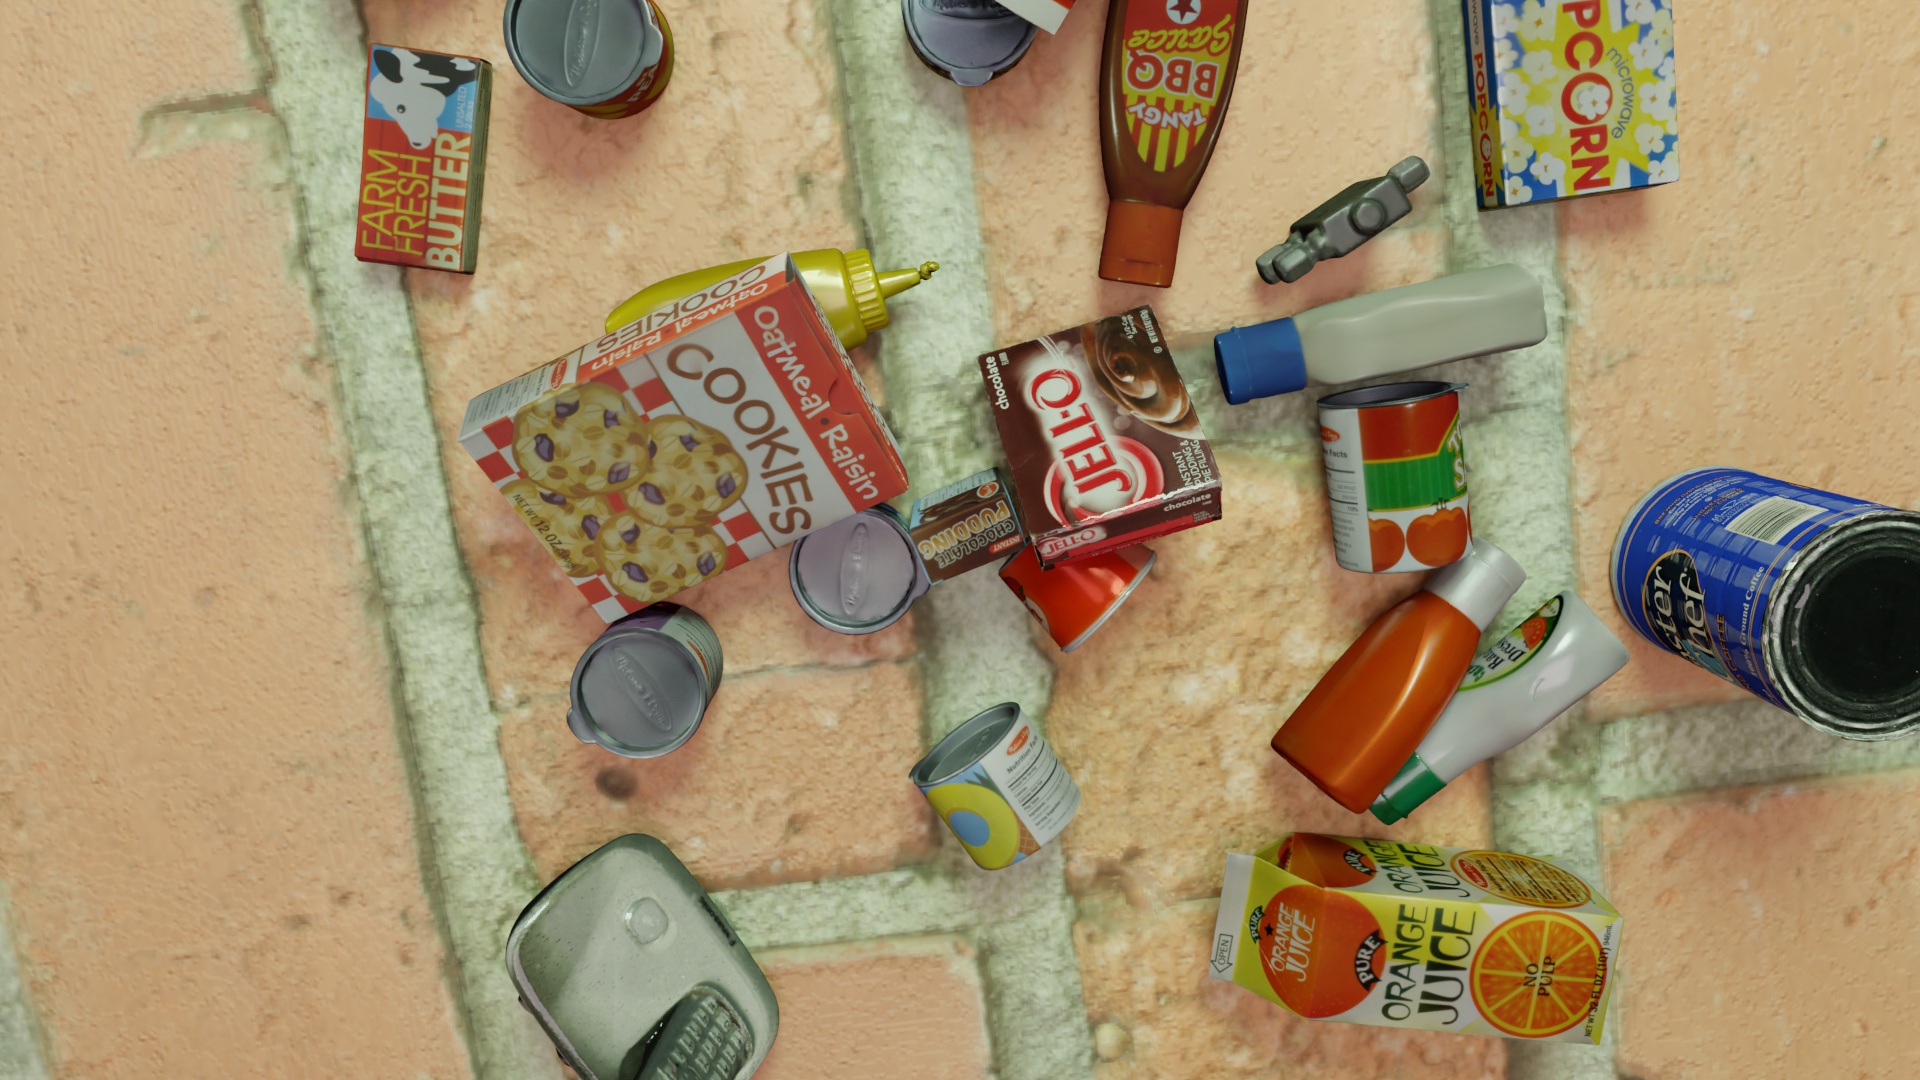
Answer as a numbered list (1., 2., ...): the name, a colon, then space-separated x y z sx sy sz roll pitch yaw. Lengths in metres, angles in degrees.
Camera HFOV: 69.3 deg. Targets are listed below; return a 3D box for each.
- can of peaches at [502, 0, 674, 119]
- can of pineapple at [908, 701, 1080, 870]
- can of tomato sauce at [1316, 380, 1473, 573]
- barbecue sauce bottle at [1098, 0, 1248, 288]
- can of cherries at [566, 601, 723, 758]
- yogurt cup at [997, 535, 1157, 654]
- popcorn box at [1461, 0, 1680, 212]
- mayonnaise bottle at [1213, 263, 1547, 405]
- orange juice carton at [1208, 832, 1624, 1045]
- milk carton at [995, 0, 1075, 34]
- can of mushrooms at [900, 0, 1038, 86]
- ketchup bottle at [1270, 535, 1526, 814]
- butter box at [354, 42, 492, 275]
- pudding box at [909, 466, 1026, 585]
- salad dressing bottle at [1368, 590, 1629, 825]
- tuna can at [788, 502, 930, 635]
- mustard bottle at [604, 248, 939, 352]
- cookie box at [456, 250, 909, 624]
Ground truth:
1. can of peaches: -0.168 -0.231 0.644 0.071 0.058 0.071 0 100 -1
2. can of pineapple: 0.018 0.125 0.707 0.071 0.071 0.058 -34 99 5
3. can of tomato sauce: 0.215 -0.032 0.681 0.071 0.071 0.083 -9 101 1
4. barbecue sauce bottle: 0.095 -0.197 0.661 0.065 0.044 0.148 8 100 -3
5. can of cherries: -0.158 0.069 0.698 0.071 0.058 0.071 0 101 -1
6. yogurt cup: 0.056 0.014 0.689 0.054 0.072 0.072 42 97 0
7. popcorn box: 0.289 -0.227 0.661 0.085 0.038 0.126 -8 100 0
8. mayonnaise bottle: 0.200 -0.099 0.673 0.148 0.065 0.041 -12 104 6
9. orange juice carton: 0.228 0.203 0.719 0.193 0.073 0.071 6 100 -1
10. milk carton: 0.056 -0.317 0.604 0.072 0.073 0.190 29 85 -6
11. can of mushrooms: 0.005 -0.249 0.656 0.071 0.033 0.071 0 100 -1
12. ketchup bottle: 0.224 0.064 0.702 0.043 0.065 0.149 40 89 -25
13. butter box: -0.258 -0.182 0.668 0.053 0.024 0.103 8 100 -3
14. pudding box: 0.002 -0.008 0.673 0.049 0.084 0.030 -22 101 3
15. salad dressing bottle: 0.265 0.088 0.708 0.147 0.064 0.044 -42 90 14
16. tuna can: -0.050 0.012 0.702 0.071 0.033 0.071 0 100 -1
17. mustard bottle: -0.086 -0.108 0.672 0.160 0.049 0.065 -15 109 1
18. cookie box: -0.125 -0.044 0.648 0.167 0.040 0.122 -24 125 8
